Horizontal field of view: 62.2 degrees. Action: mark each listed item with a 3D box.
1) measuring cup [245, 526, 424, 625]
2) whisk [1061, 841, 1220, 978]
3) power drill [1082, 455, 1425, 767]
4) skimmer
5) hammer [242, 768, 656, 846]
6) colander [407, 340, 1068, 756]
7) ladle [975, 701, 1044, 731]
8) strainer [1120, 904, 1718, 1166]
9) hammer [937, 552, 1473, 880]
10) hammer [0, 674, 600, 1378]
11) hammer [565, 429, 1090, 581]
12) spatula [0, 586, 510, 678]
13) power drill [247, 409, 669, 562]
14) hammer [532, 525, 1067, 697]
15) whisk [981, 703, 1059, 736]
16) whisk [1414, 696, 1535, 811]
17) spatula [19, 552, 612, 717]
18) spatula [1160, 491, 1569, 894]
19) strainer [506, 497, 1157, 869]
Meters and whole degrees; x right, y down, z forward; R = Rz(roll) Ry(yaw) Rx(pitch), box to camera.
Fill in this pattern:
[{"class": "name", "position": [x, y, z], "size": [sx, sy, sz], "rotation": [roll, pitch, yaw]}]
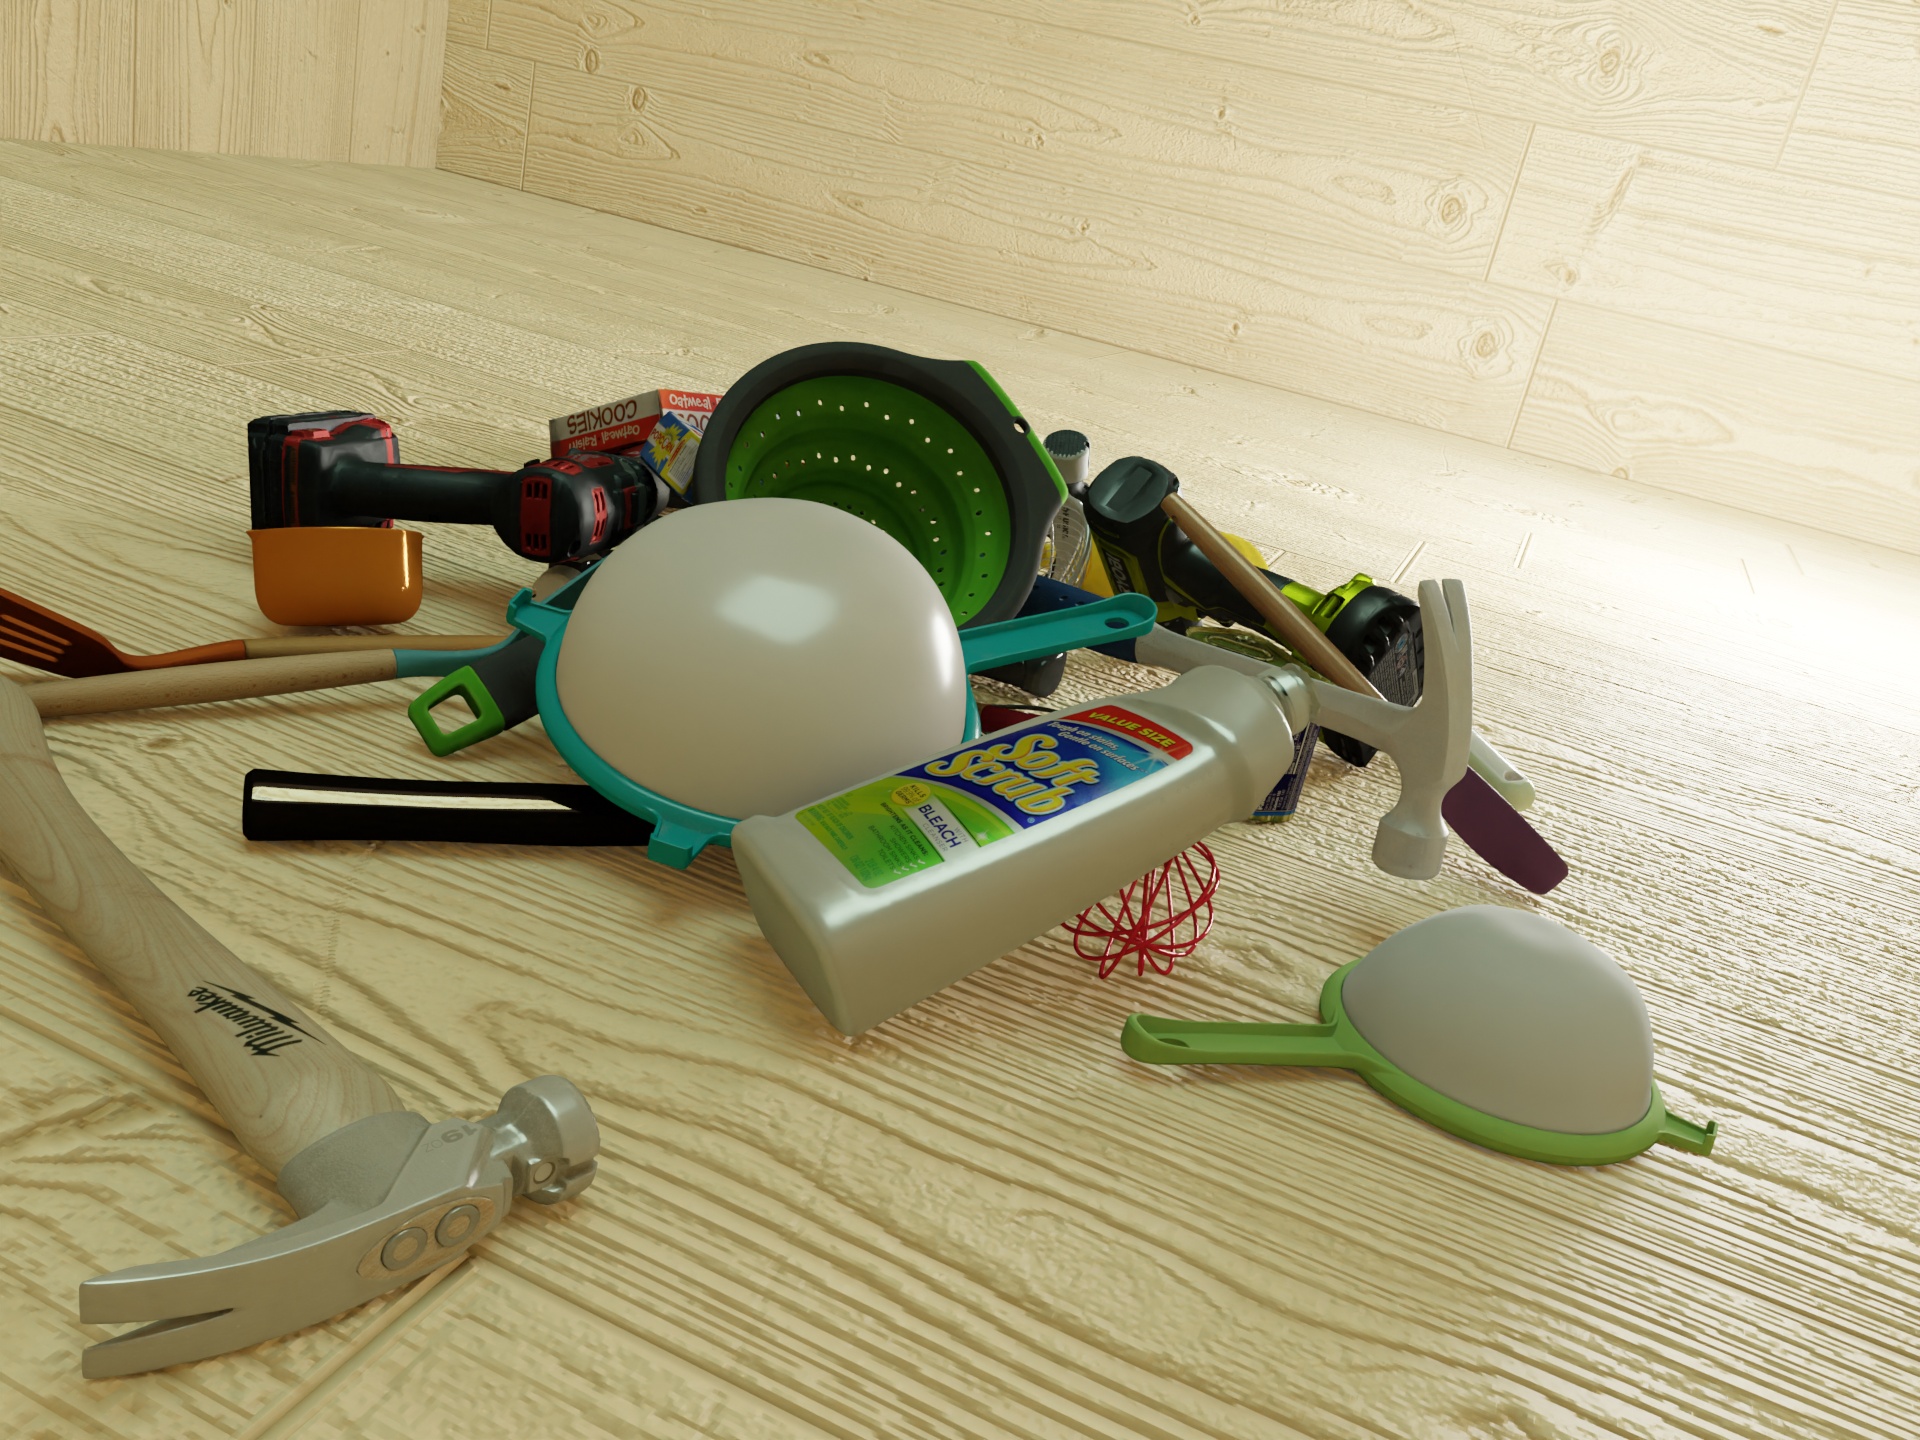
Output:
[{"class": "measuring cup", "position": [-0.366, -0.077, 0.900], "size": [0.095, 0.052, 0.174], "rotation": [-4, 1, -41]}, {"class": "whisk", "position": [0.097, 0.057, 0.793], "size": [0.073, 0.073, 0.296], "rotation": [15, 16, 8]}, {"class": "power drill", "position": [0.191, -0.065, 1.056], "size": [0.229, 0.080, 0.190], "rotation": [34, -14, 32]}, {"class": "skimmer", "position": [-0.091, -0.128, 1.113], "size": [0.363, 0.090, 0.127], "rotation": [10, 63, 5]}, {"class": "hammer", "position": [-0.144, 0.045, 0.720], "size": [0.331, 0.031, 0.130], "rotation": [3, 22, -22]}, {"class": "colander", "position": [-0.123, -0.073, 0.891], "size": [0.397, 0.094, 0.204], "rotation": [-31, 83, -28]}, {"class": "ladle", "position": [-0.009, -0.005, 0.854], "size": [0.315, 0.031, 0.069], "rotation": [9, 34, 30]}, {"class": "strainer", "position": [0.189, 0.116, 0.672], "size": [0.256, 0.069, 0.152], "rotation": [6, 22, -22]}, {"class": "hammer", "position": [0.114, -0.048, 0.903], "size": [0.035, 0.144, 0.406], "rotation": [-4, 19, -39]}, {"class": "hammer", "position": [-0.305, 0.070, 0.558], "size": [0.411, 0.038, 0.146], "rotation": [28, 27, 36]}, {"class": "hammer", "position": [-0.108, -0.164, 1.193], "size": [0.409, 0.149, 0.036], "rotation": [6, 47, 7]}, {"class": "spatula", "position": [-0.344, -0.043, 0.815], "size": [0.322, 0.041, 0.081], "rotation": [-3, -14, -42]}, {"class": "power drill", "position": [-0.305, -0.147, 1.005], "size": [0.227, 0.080, 0.188], "rotation": [6, 15, 8]}, {"class": "hammer", "position": [-0.095, -0.068, 1.035], "size": [0.334, 0.035, 0.146], "rotation": [12, 21, -1]}, {"class": "whisk", "position": [-0.002, -0.002, 0.910], "size": [0.239, 0.055, 0.055], "rotation": [24, 23, 39]}, {"class": "whisk", "position": [0.327, -0.007, 1.103], "size": [0.057, 0.059, 0.247], "rotation": [-5, 29, -12]}, {"class": "spatula", "position": [-0.315, -0.032, 0.799], "size": [0.317, 0.082, 0.044], "rotation": [-9, 51, -34]}, {"class": "spatula", "position": [0.226, -0.020, 0.921], "size": [0.018, 0.059, 0.316], "rotation": [-35, 73, -21]}, {"class": "strainer", "position": [-0.032, -0.055, 0.767], "size": [0.340, 0.095, 0.211], "rotation": [-13, 44, -31]}]
